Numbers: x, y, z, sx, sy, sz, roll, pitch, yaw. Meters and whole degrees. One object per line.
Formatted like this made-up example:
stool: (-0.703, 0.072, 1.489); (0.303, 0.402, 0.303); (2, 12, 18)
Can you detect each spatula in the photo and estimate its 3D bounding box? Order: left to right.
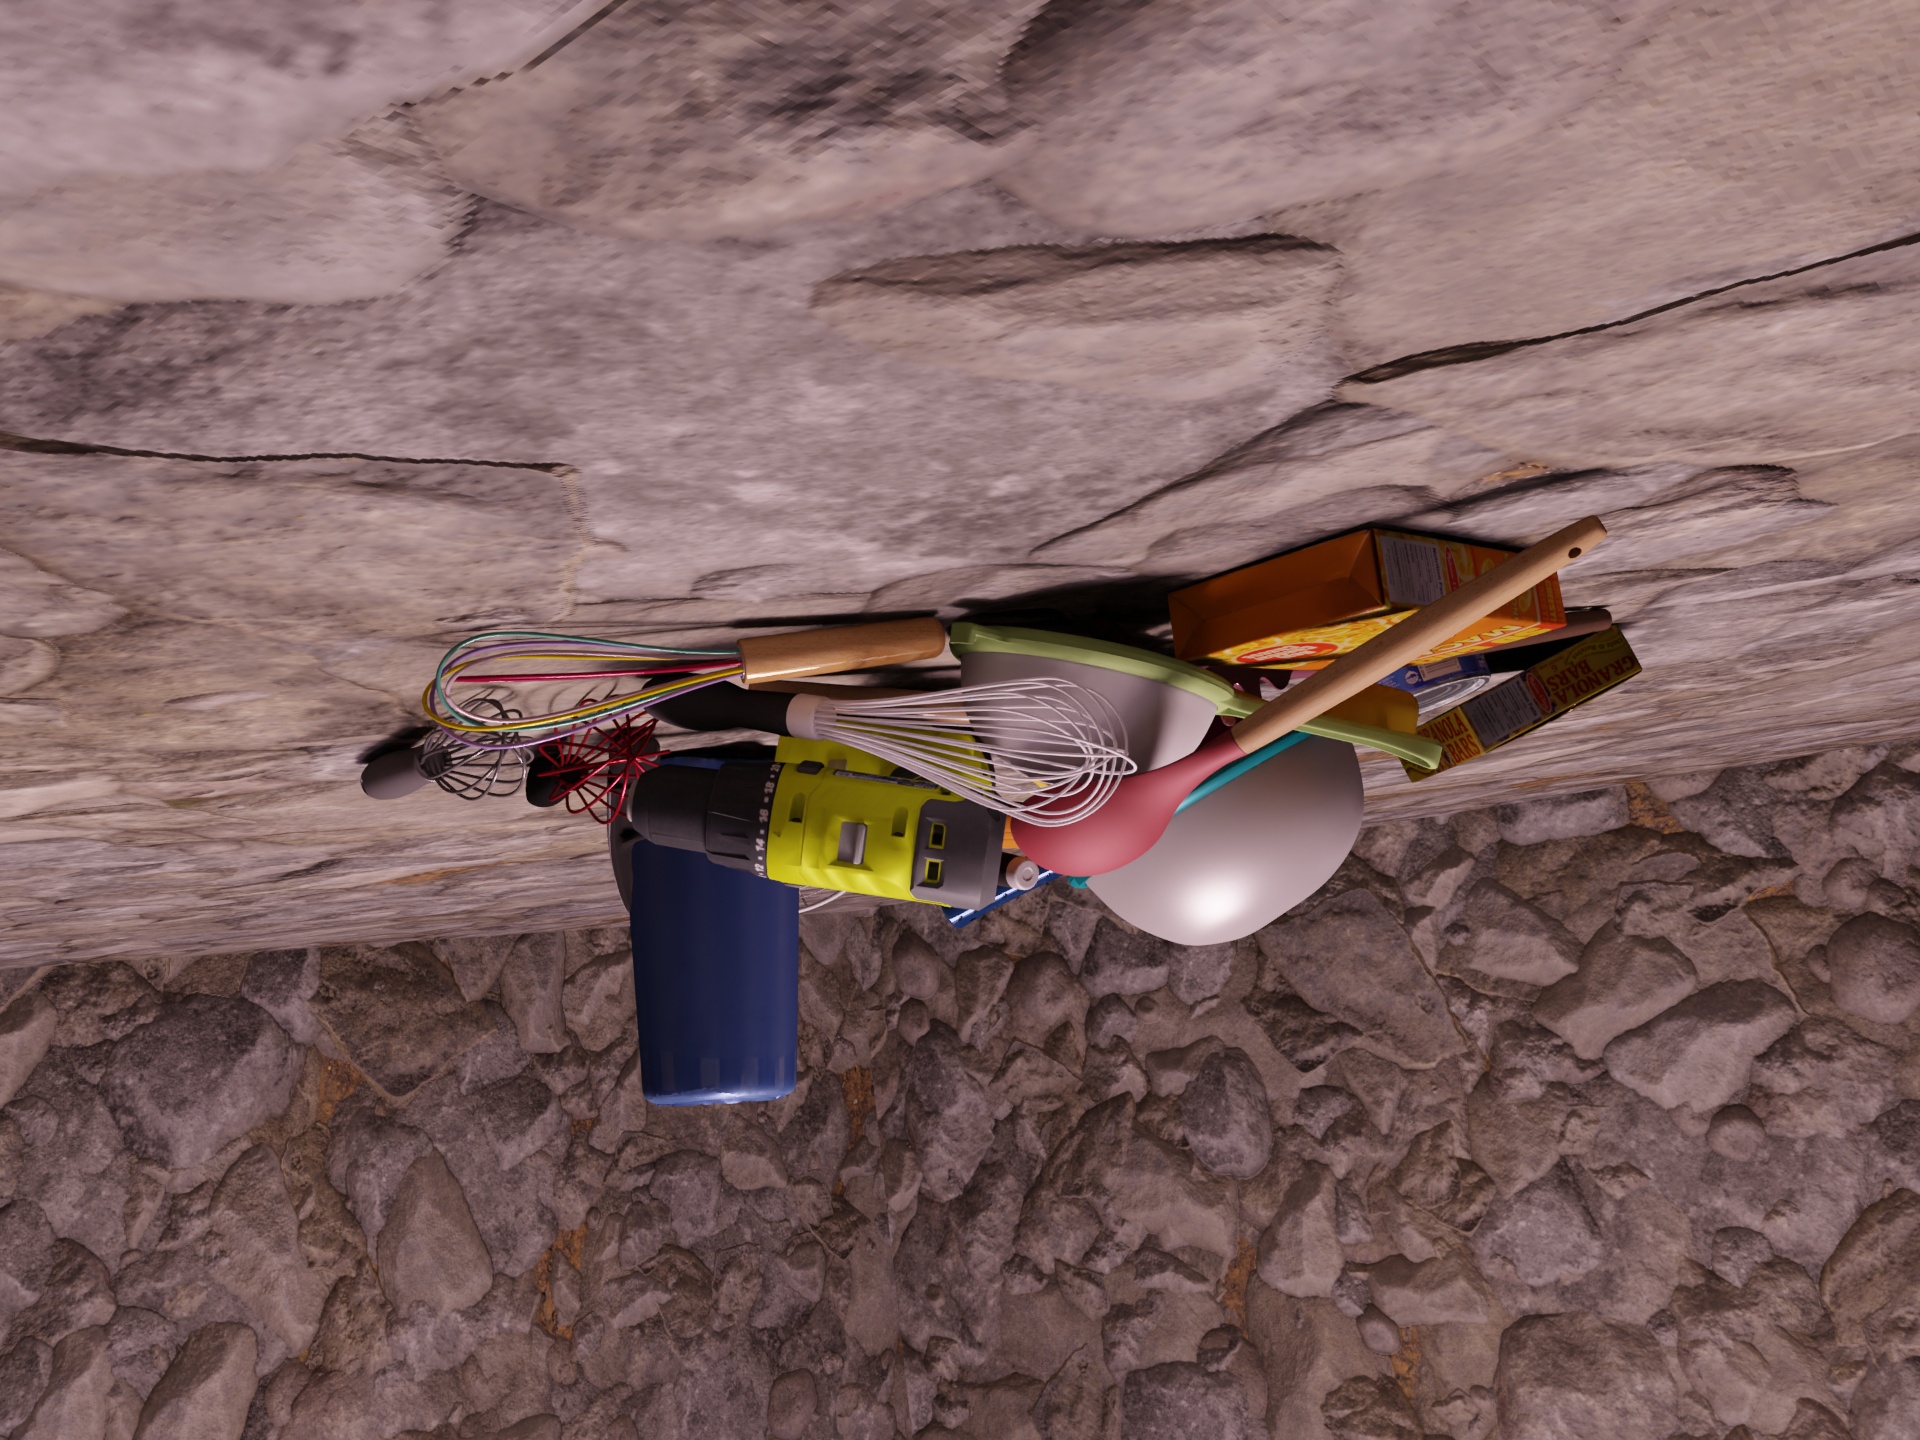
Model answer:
spatula: (0.121, -0.029, 0.971); (0.082, 0.044, 0.317); (-9, 166, 17)

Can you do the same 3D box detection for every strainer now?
strainer: (0.113, 0.013, 0.816); (0.256, 0.069, 0.151); (13, 174, 7)
strainer: (0.191, 0.093, 1.075); (0.211, 0.095, 0.340); (-32, 166, 4)

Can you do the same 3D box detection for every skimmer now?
skimmer: (-0.065, 0.129, 1.220); (0.127, 0.090, 0.363); (12, 175, -36)

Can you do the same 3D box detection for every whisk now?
whisk: (-0.300, 0.026, 0.908); (0.055, 0.055, 0.239); (0, 173, -36)
whisk: (-0.232, 0.031, 0.957); (0.073, 0.073, 0.296); (-3, 176, -24)
whisk: (-0.126, -0.028, 0.747); (0.245, 0.051, 0.047); (-8, -167, -18)
whisk: (-0.047, 0.002, 0.776); (0.285, 0.070, 0.070); (7, 179, 29)

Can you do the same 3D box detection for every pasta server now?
pasta server: (0.253, -0.032, 0.943); (0.316, 0.040, 0.060); (-9, -179, -17)

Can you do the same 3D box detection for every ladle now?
ladle: (0.152, -0.004, 0.736); (0.315, 0.031, 0.069); (-34, 128, 25)

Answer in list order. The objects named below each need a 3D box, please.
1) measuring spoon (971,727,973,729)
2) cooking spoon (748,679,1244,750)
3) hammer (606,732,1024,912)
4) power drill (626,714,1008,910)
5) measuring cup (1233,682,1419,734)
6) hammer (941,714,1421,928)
measuring spoon: (-0.002, -0.003, 1.039); (0.034, 0.018, 0.124); (-11, 169, 24)
cooking spoon: (0.032, -0.004, 0.935); (0.318, 0.017, 0.068); (5, 152, -20)
hammer: (-0.061, 0.071, 1.049); (0.337, 0.034, 0.127); (2, 125, -8)
power drill: (-0.068, 0.044, 0.886); (0.190, 0.080, 0.228); (8, -173, 3)
measuring cup: (0.175, -0.020, 0.863); (0.156, 0.029, 0.062); (15, -178, -9)
hammer: (0.170, 0.067, 1.238); (0.405, 0.035, 0.144); (-26, 167, 15)
